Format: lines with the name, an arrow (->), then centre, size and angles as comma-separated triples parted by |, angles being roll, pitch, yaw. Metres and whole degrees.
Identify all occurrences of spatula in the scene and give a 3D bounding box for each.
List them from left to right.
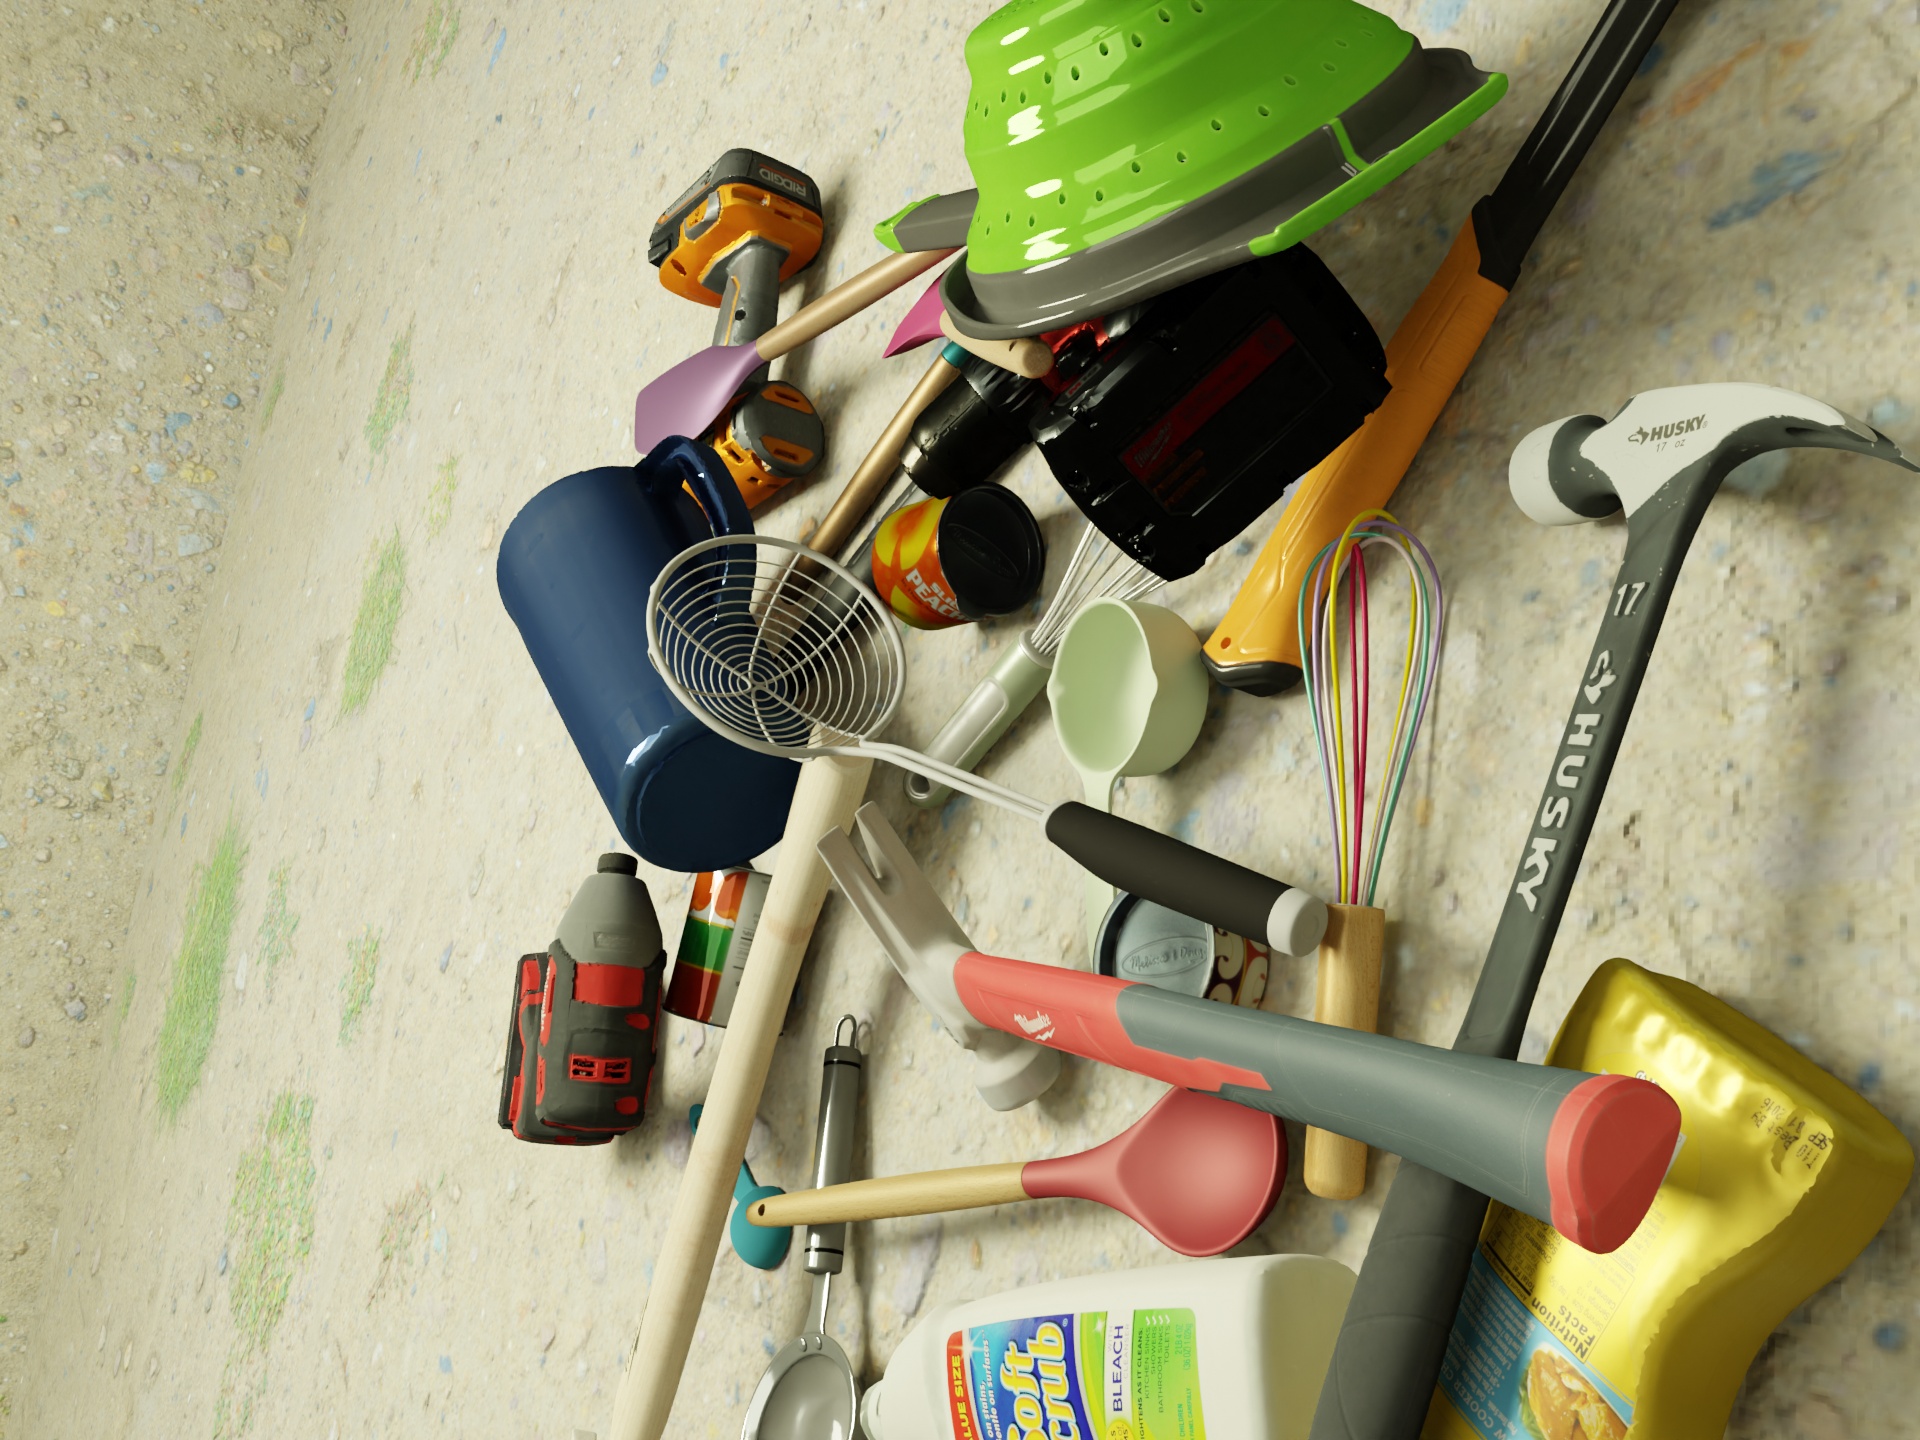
spatula -> -0.096, -0.220, 0.912 | 0.316, 0.018, 0.060 | -18, 67, 42
spatula -> -0.028, -0.186, 0.885 | 0.317, 0.044, 0.082 | -52, 37, 28

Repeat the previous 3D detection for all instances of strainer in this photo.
strainer -> -0.063, 0.265, 0.754 | 0.087, 0.050, 0.259 | -25, 52, 44

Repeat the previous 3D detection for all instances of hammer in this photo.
hammer -> -0.119, 0.202, 0.788 | 0.146, 0.038, 0.411 | -176, 103, -75
hammer -> -0.073, -0.051, 0.899 | 0.334, 0.035, 0.146 | -47, 42, 31
hammer -> 0.059, 0.090, 0.512 | 0.038, 0.143, 0.386 | -37, 11, -20
hammer -> 0.183, -0.160, 0.602 | 0.337, 0.034, 0.127 | -61, 38, 16
hammer -> 0.157, 0.090, 0.456 | 0.149, 0.036, 0.409 | 178, 113, -75

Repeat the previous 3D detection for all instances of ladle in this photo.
ladle -> 0.011, 0.196, 0.667 | 0.315, 0.031, 0.069 | -21, 52, 41

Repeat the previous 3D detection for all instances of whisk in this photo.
whisk -> 0.041, -0.038, 0.733 | 0.058, 0.059, 0.246 | 52, 126, 17
whisk -> 0.138, 0.044, 0.566 | 0.051, 0.047, 0.245 | 3, 82, 20

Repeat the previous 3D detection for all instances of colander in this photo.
colander -> 0.034, -0.245, 0.642 | 0.204, 0.094, 0.397 | -37, 25, -14

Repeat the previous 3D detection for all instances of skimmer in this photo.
skimmer -> -0.001, -0.002, 0.659 | 0.364, 0.127, 0.090 | 21, 121, 46

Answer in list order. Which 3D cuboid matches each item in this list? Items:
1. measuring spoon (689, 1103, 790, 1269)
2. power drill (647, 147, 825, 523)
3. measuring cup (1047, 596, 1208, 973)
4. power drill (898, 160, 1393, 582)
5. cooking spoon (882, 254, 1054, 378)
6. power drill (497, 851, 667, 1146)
measuring spoon -> -0.129, 0.247, 0.861 | 0.129, 0.021, 0.042 | 38, 107, 51
power drill -> -0.158, -0.239, 1.052 | 0.164, 0.084, 0.227 | -22, 64, 47
measuring cup -> 0.074, 0.032, 0.675 | 0.083, 0.038, 0.167 | -1, 89, 61
power drill -> 0.059, -0.139, 0.655 | 0.188, 0.080, 0.227 | -42, 25, 12
cooking spoon -> 0.002, -0.177, 0.715 | 0.069, 0.017, 0.319 | -50, 18, 8
power drill -> -0.209, 0.164, 0.893 | 0.219, 0.078, 0.143 | 134, 141, -63
